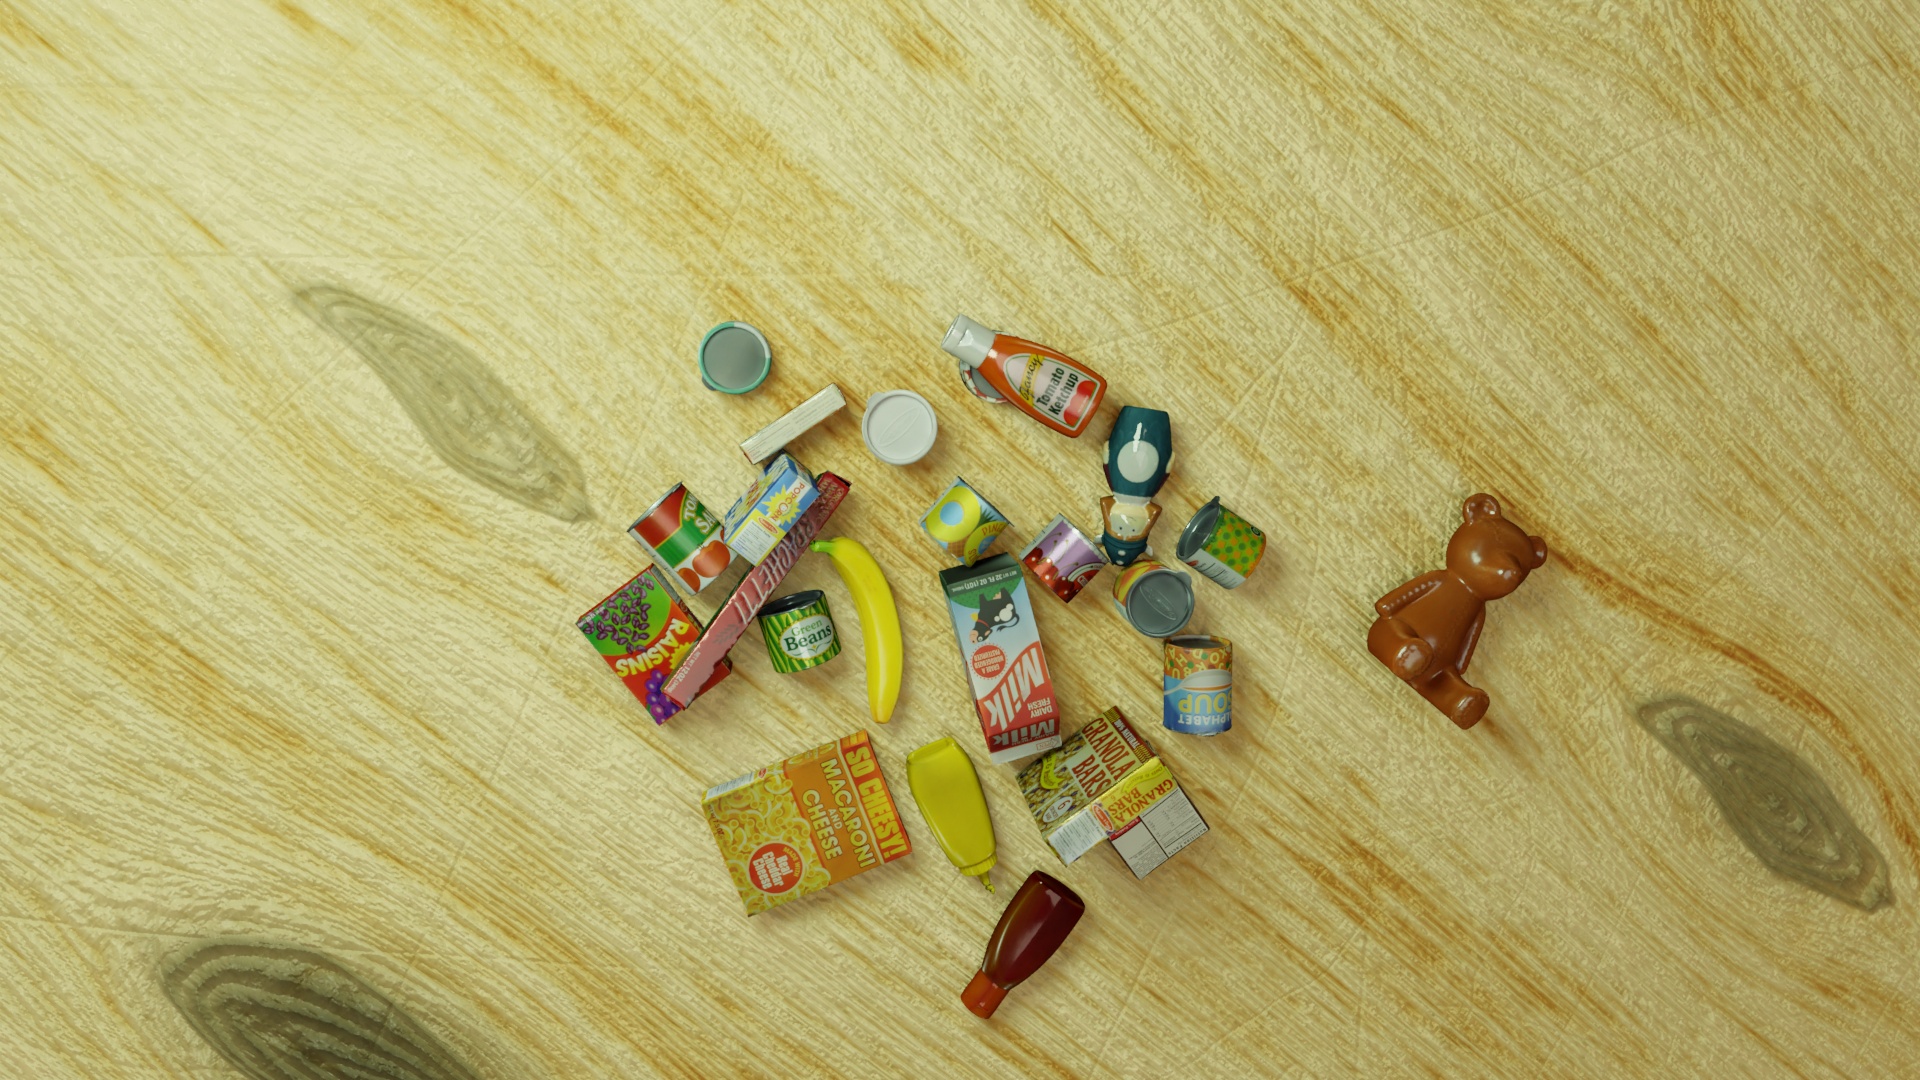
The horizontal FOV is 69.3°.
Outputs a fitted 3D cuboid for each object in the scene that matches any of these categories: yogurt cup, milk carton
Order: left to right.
[{"bbox_3d":[-0.057,-0.105,1.267,0.072,0.054,0.072,-1,99,-7],"label":"yogurt cup"},{"bbox_3d":[0.040,0.115,1.303,0.072,0.073,0.190,-15,101,-5],"label":"milk carton"}]

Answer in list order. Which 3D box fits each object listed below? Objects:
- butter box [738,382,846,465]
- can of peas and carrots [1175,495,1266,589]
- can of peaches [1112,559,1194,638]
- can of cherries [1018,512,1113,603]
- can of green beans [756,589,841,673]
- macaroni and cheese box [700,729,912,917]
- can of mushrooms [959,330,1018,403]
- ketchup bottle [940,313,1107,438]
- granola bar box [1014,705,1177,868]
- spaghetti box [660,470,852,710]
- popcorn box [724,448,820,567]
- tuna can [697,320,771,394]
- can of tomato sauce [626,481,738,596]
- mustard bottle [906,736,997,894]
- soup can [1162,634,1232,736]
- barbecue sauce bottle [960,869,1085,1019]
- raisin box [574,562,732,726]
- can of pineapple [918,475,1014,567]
[{"bbox_3d":[-0.150,-0.106,1.255,0.103,0.053,0.024,-34,99,-2],"label":"butter box"},{"bbox_3d":[0.248,0.003,1.318,0.059,0.071,0.071,32,94,-12],"label":"can of peas and carrots"},{"bbox_3d":[0.184,0.053,1.321,0.071,0.058,0.071,-1,98,-7],"label":"can of peaches"},{"bbox_3d":[0.098,0.018,1.298,0.071,0.071,0.058,44,92,-11],"label":"can of cherries"},{"bbox_3d":[-0.148,0.084,1.277,0.071,0.071,0.057,-18,101,-4],"label":"can of green beans"},{"bbox_3d":[-0.145,0.267,1.319,0.166,0.040,0.123,-21,100,-3],"label":"macaroni and cheese box"},{"bbox_3d":[0.036,-0.159,1.281,0.071,0.033,0.071,-1,99,-9],"label":"can of mushrooms"},{"bbox_3d":[0.055,-0.152,1.245,0.149,0.043,0.064,28,95,-12],"label":"ketchup bottle"},{"bbox_3d":[0.121,0.222,1.283,0.124,0.166,0.039,-35,101,0],"label":"granola bar box"},{"bbox_3d":[-0.184,0.042,1.249,0.028,0.050,0.250,37,79,-11],"label":"spaghetti box"},{"bbox_3d":[-0.168,-0.031,1.227,0.038,0.127,0.085,39,93,-14],"label":"popcorn box"},{"bbox_3d":[-0.205,-0.163,1.250,0.071,0.033,0.071,-1,98,-8],"label":"tuna can"},{"bbox_3d":[-0.246,-0.002,1.251,0.071,0.071,0.083,-42,102,1],"label":"can of tomato sauce"},{"bbox_3d":[0.000,0.270,1.334,0.065,0.049,0.160,-22,101,-3],"label":"mustard bottle"},{"bbox_3d":[0.229,0.138,1.332,0.071,0.071,0.083,-2,99,-7],"label":"soup can"},{"bbox_3d":[0.056,0.400,1.364,0.065,0.044,0.148,34,93,-11],"label":"barbecue sauce bottle"},{"bbox_3d":[-0.280,0.096,1.276,0.086,0.040,0.123,-37,100,-2],"label":"raisin box"},{"bbox_3d":[0.005,-0.016,1.281,0.071,0.071,0.058,41,93,-11],"label":"can of pineapple"}]
